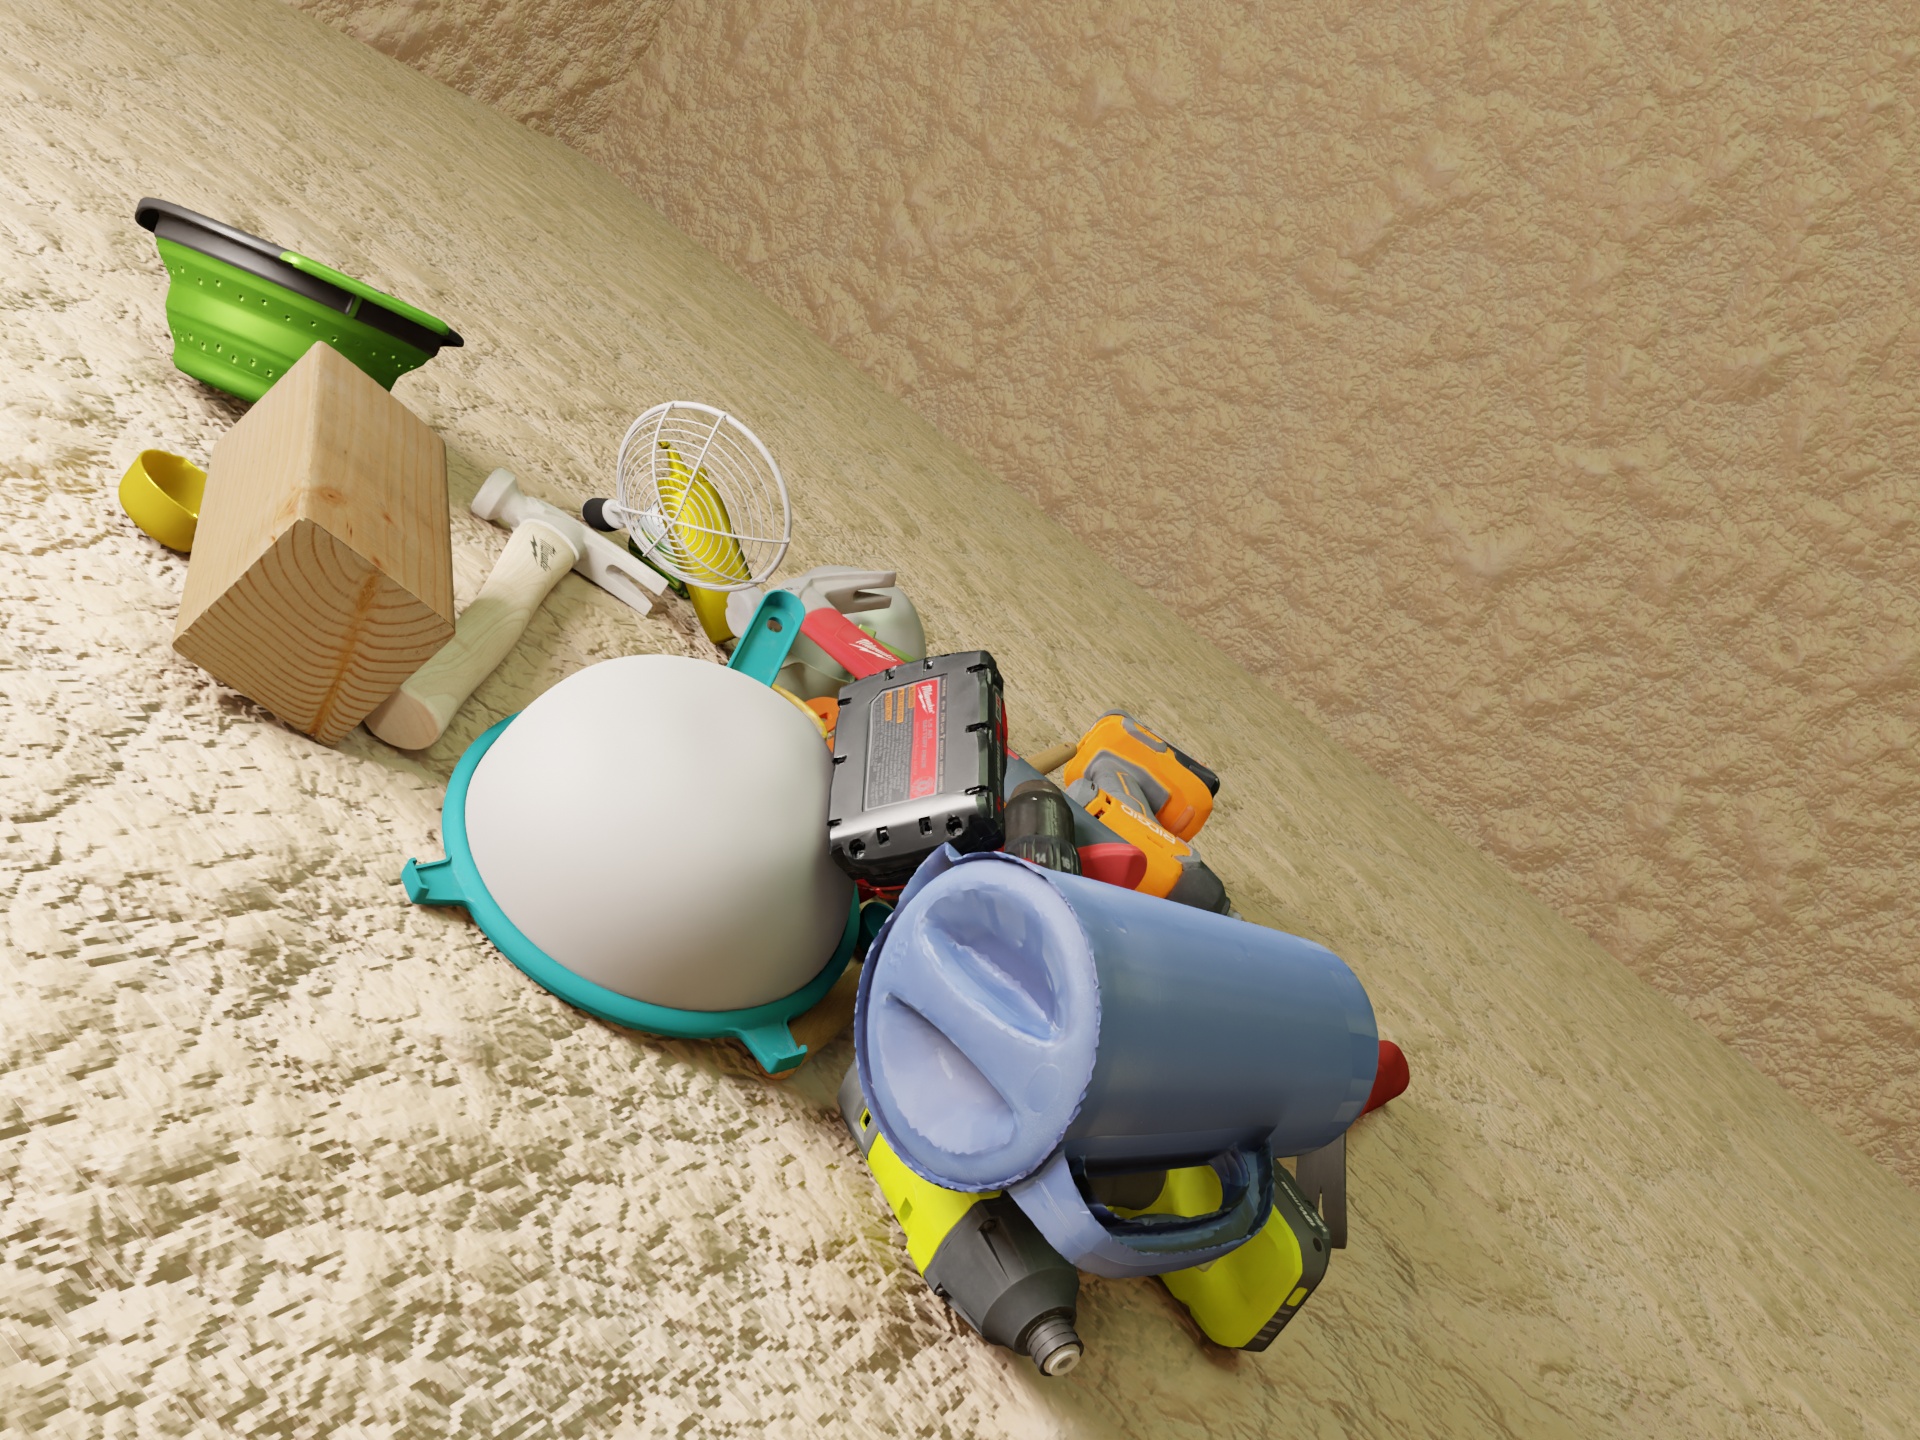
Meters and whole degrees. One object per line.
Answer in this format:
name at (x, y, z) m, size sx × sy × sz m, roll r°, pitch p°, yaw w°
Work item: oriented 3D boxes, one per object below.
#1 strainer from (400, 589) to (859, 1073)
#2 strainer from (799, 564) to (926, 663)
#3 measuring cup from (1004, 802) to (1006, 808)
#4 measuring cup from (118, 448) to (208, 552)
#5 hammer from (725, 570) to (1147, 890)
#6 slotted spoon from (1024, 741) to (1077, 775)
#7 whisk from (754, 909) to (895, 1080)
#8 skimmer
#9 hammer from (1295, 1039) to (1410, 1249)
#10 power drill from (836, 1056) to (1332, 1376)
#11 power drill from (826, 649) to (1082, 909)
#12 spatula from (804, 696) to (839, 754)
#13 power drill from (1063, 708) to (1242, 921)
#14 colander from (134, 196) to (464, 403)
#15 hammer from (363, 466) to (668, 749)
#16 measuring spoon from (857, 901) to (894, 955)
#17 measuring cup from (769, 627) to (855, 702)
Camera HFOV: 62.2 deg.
strainer at (-0.117, 0.002, 0.804) m, size 0.211 × 0.095 × 0.341 m, roll 28°, pitch 36°, yaw -8°
strainer at (-0.053, -0.072, 1.349) m, size 0.152 × 0.069 × 0.256 m, roll 19°, pitch -5°, yaw 39°
measuring cup at (-0.010, 0.030, 1.247) m, size 0.174 × 0.052 × 0.095 m, roll 42°, pitch 16°, yaw 29°
measuring cup at (-0.382, -0.092, 0.864) m, size 0.156 × 0.029 × 0.062 m, roll 37°, pitch 13°, yaw -48°
hammer at (-0.002, -0.003, 1.075) m, size 0.143 × 0.038 × 0.387 m, roll -12°, pitch 37°, yaw -37°
slotted spoon at (0.008, 0.057, 1.118) m, size 0.070 × 0.031 × 0.314 m, roll 41°, pitch 30°, yaw 16°
whisk at (-0.043, 0.132, 0.844) m, size 0.047 × 0.051 × 0.245 m, roll 27°, pitch 23°, yaw 15°
skimmer at (-0.208, -0.156, 1.120) m, size 0.127 × 0.090 × 0.363 m, roll 63°, pitch -14°, yaw -17°
hammer at (0.276, 0.265, 1.100) m, size 0.037 × 0.149 × 0.358 m, roll 1°, pitch -9°, yaw 21°
power drill at (0.064, 0.232, 0.748) m, size 0.223 × 0.080 × 0.171 m, roll 18°, pitch 22°, yaw -39°
power drill at (0.016, 0.063, 0.827) m, size 0.226 × 0.080 × 0.188 m, roll 60°, pitch 23°, yaw -44°
spatula at (-0.065, 0.004, 1.262) m, size 0.081 × 0.041 × 0.322 m, roll 39°, pitch 11°, yaw 9°
power drill at (0.149, 0.085, 1.246) m, size 0.164 × 0.084 × 0.226 m, roll 34°, pitch 19°, yaw -2°
colander at (-0.487, -0.271, 1.080) m, size 0.204 × 0.094 × 0.397 m, roll 20°, pitch 4°, yaw -45°
hammer at (-0.274, -0.063, 0.978) m, size 0.146 × 0.038 × 0.411 m, roll 33°, pitch 15°, yaw -14°
measuring spoon at (-0.015, 0.157, 0.922) m, size 0.128 × 0.021 × 0.042 m, roll 44°, pitch 21°, yaw -5°
measuring cup at (-0.137, -0.034, 1.188) m, size 0.083 × 0.038 × 0.167 m, roll 39°, pitch 17°, yaw 11°
